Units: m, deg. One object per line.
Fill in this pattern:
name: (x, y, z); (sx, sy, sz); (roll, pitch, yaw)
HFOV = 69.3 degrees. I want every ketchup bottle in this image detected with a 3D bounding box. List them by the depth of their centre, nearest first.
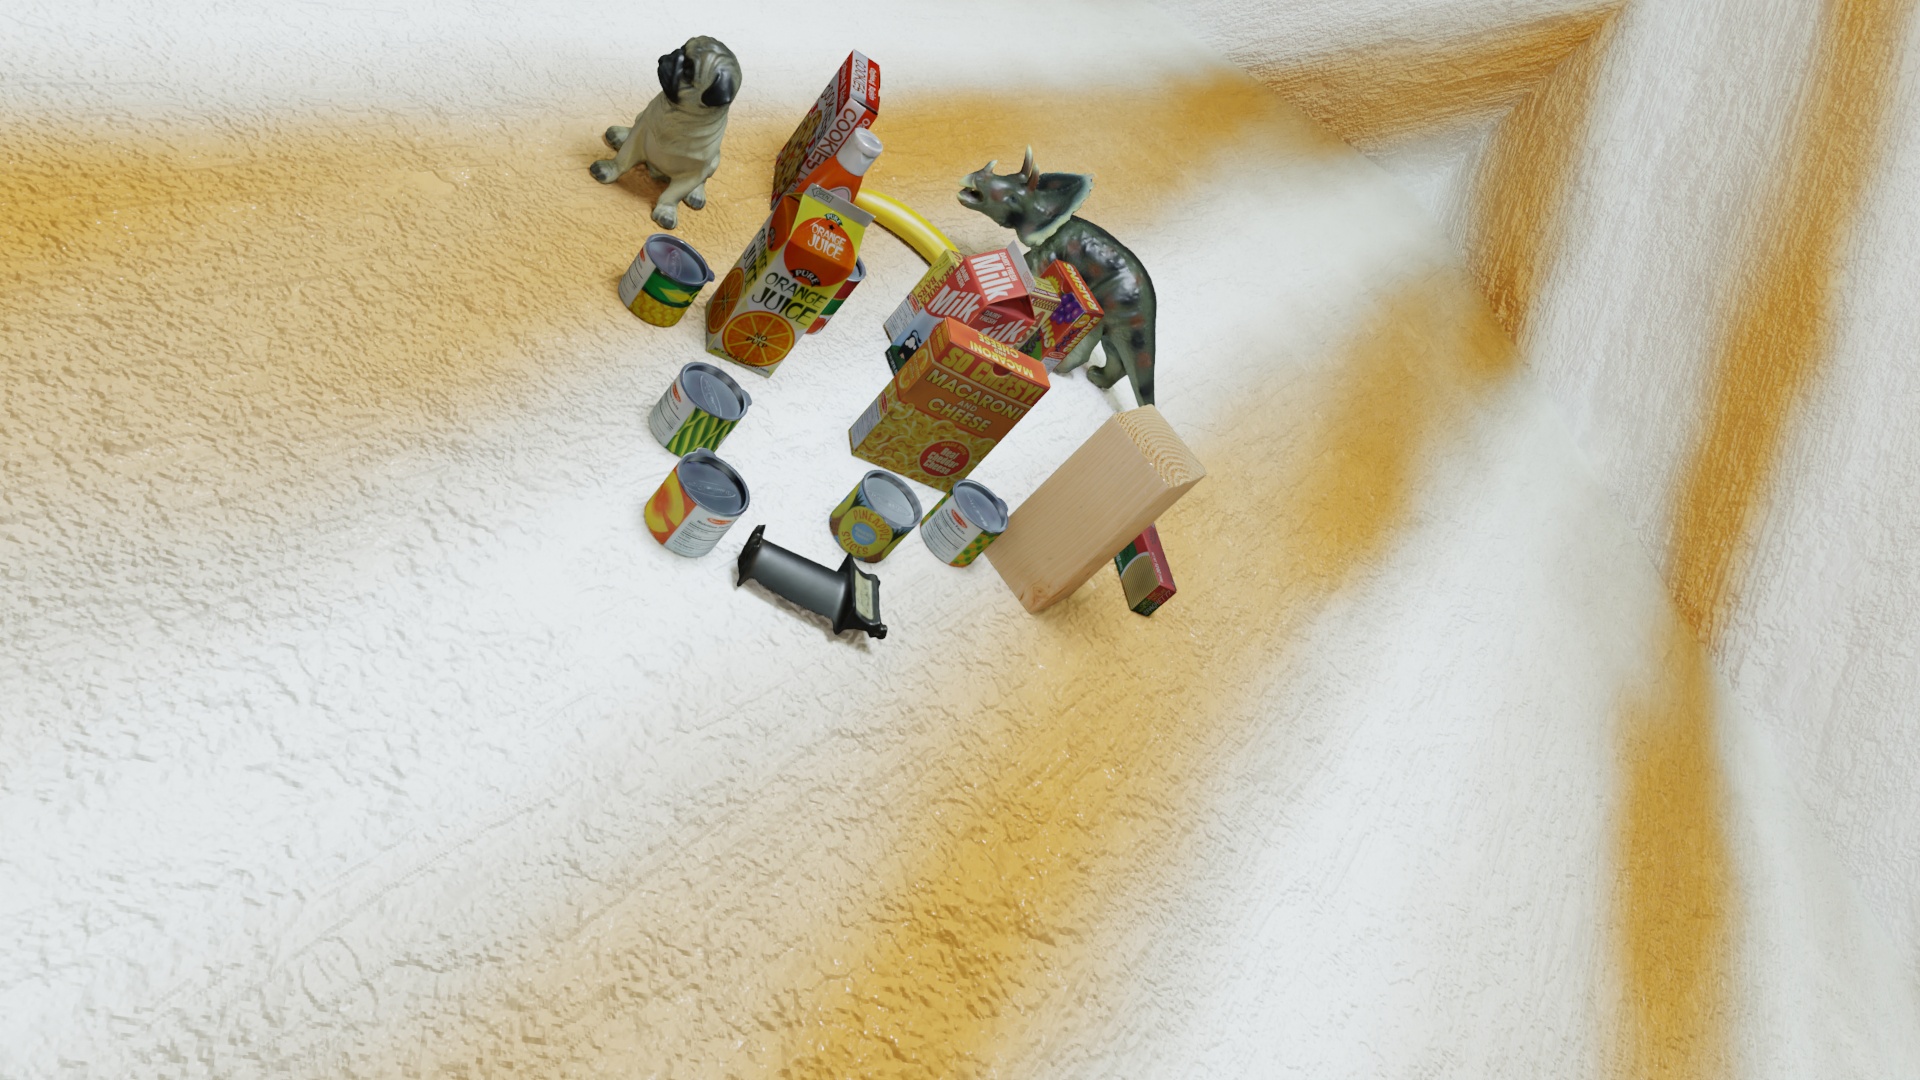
ketchup bottle: (-0.141, -0.383, 1.514); (0.065, 0.148, 0.044); (12, 45, -41)

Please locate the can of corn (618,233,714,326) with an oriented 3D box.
can of corn: (-0.274, -0.241, 1.293); (0.071, 0.058, 0.071); (29, 36, -23)

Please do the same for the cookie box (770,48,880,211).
cookie box: (-0.151, -0.454, 1.564); (0.040, 0.166, 0.123); (27, 36, -25)

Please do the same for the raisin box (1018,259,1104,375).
raisin box: (0.105, -0.263, 1.672); (0.040, 0.123, 0.086); (4, 50, -46)

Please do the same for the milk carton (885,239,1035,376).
milk carton: (0.010, -0.229, 1.467); (0.073, 0.189, 0.072); (11, 45, -41)

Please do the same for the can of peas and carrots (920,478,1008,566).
can of peas and carrots: (0.005, -0.017, 1.348); (0.071, 0.058, 0.071); (29, 36, -23)

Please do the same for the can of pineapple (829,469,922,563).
can of pineapple: (-0.078, -0.021, 1.263); (0.071, 0.057, 0.071); (29, 36, -23)

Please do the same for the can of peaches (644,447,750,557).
can of peaches: (-0.214, -0.030, 1.125); (0.071, 0.057, 0.071); (29, 36, -23)

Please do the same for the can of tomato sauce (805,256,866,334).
can of tomato sauce: (-0.149, -0.264, 1.432); (0.071, 0.082, 0.071); (29, 36, -23)

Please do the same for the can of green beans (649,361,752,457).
can of green beans: (-0.227, -0.111, 1.201); (0.071, 0.057, 0.071); (29, 36, -23)

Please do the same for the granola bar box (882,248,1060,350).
granola bar box: (0.015, -0.255, 1.563); (0.166, 0.123, 0.039); (6, 49, -44)

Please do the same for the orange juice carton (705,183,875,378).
orange juice carton: (-0.161, -0.250, 1.303); (0.072, 0.191, 0.073); (22, 39, -31)

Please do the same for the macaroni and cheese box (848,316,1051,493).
macaroni and cheese box: (-0.011, -0.127, 1.353); (0.124, 0.165, 0.040); (21, 39, -32)

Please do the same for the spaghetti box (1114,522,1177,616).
spaghetti box: (0.187, -0.027, 1.566); (0.028, 0.050, 0.251); (21, 39, -32)
